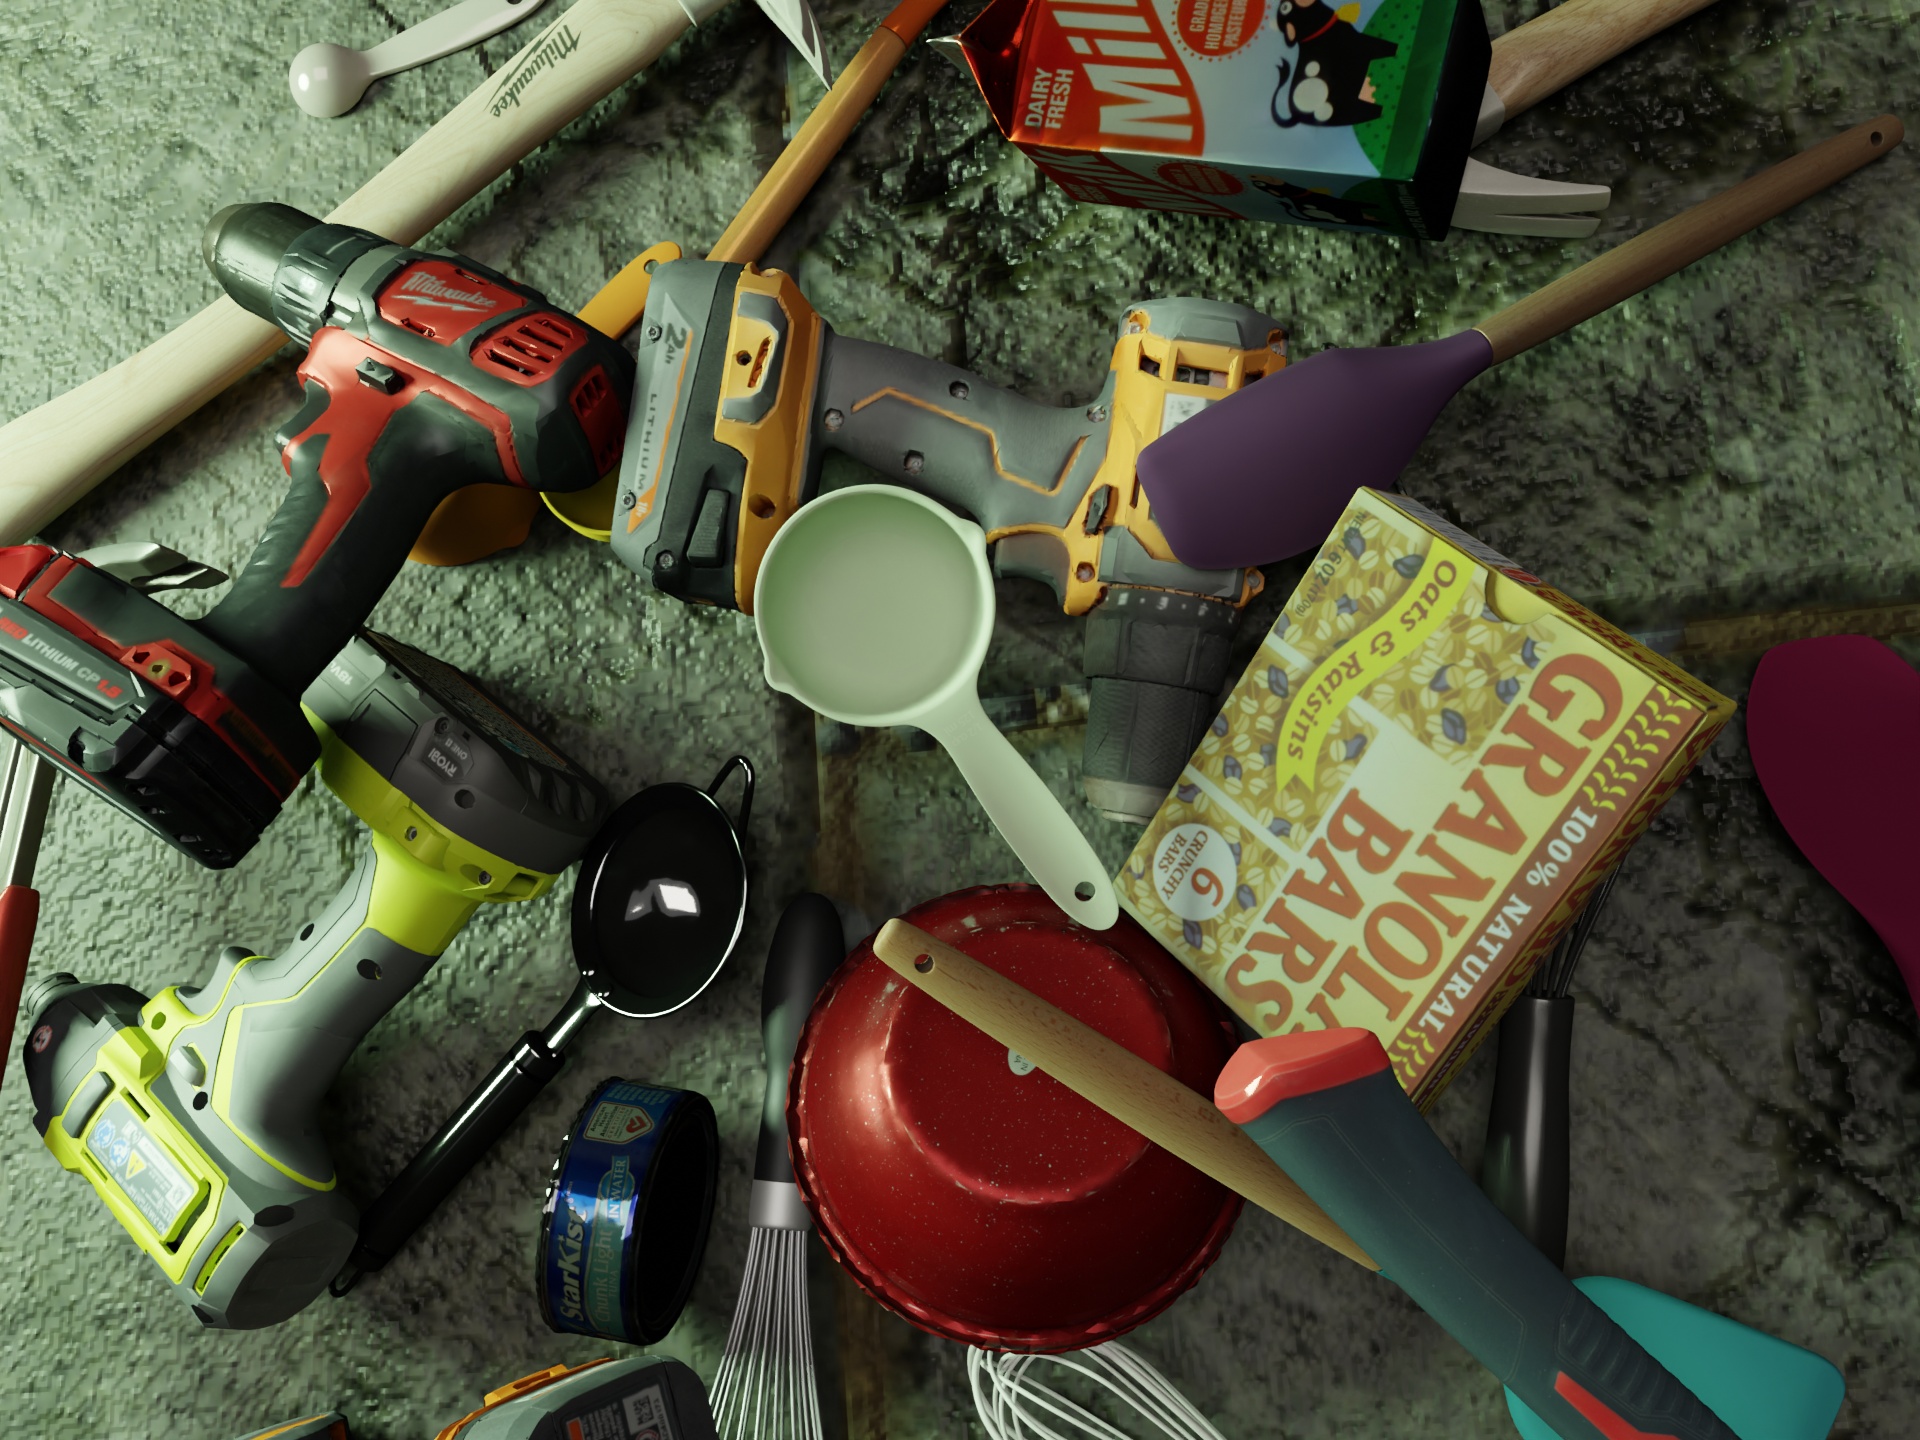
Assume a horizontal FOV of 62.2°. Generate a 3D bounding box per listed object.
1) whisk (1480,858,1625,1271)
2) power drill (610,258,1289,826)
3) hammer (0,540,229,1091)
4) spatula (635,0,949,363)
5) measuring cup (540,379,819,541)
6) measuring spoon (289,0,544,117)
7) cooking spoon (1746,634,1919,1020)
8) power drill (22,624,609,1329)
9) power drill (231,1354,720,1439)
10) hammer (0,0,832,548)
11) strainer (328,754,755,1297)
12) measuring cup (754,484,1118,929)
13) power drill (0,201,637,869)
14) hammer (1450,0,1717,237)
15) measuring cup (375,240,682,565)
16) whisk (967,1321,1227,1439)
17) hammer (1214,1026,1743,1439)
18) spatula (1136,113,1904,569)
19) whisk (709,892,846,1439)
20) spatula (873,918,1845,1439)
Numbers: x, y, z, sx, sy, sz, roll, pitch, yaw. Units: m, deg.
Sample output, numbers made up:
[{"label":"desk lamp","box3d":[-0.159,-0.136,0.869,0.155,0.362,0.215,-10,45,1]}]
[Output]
[{"label":"whisk","box3d":[0.190,0.091,0.517,0.055,0.055,0.239,4,90,11]},{"label":"power drill","box3d":[-0.004,-0.066,0.571,0.226,0.084,0.185,8,89,2]},{"label":"hammer","box3d":[-0.353,0.110,0.576,0.149,0.036,0.359,-11,67,30]},{"label":"spatula","box3d":[-0.046,-0.262,0.642,0.081,0.041,0.322,34,88,29]},{"label":"measuring cup","box3d":[-0.090,-0.111,0.633,0.156,0.029,0.062,-16,85,-6]},{"label":"measuring spoon","box3d":[-0.239,-0.300,0.695,0.124,0.018,0.034,-21,76,5]},{"label":"cooking spoon","box3d":[0.310,0.117,0.488,0.069,0.017,0.319,-7,65,5]},{"label":"power drill","box3d":[-0.249,0.081,0.589,0.171,0.080,0.223,34,89,25]},{"label":"power drill","box3d":[-0.163,0.296,0.499,0.226,0.084,0.164,-27,74,33]},{"label":"hammer","box3d":[-0.243,-0.196,0.656,0.410,0.038,0.146,-36,63,3]},{"label":"strainer","box3d":[-0.150,0.117,0.586,0.258,0.050,0.087,-48,54,4]},{"label":"measuring cup","box3d":[-0.001,-0.002,0.522,0.083,0.038,0.167,-36,98,2]},{"label":"power drill","box3d":[-0.244,-0.083,0.551,0.188,0.080,0.227,28,66,18]},{"label":"hammer","box3d":[0.297,-0.290,0.592,0.331,0.031,0.130,-29,75,3]},{"label":"measuring cup","box3d":[-0.183,-0.140,0.635,0.173,0.052,0.095,-43,75,2]},{"label":"whisk","box3d":[0.111,0.263,0.509,0.246,0.058,0.059,27,119,10]},{"label":"hammer","box3d":[0.210,0.238,0.448,0.386,0.038,0.143,43,89,-1]},{"label":"spatula","box3d":[0.203,-0.139,0.555,0.316,0.018,0.059,-29,101,-9]},{"label":"whisk","box3d":[-0.066,0.200,0.547,0.070,0.070,0.285,1,74,10]},{"label":"spatula","box3d":[0.111,0.146,0.473,0.317,0.044,0.082,32,88,-7]}]
